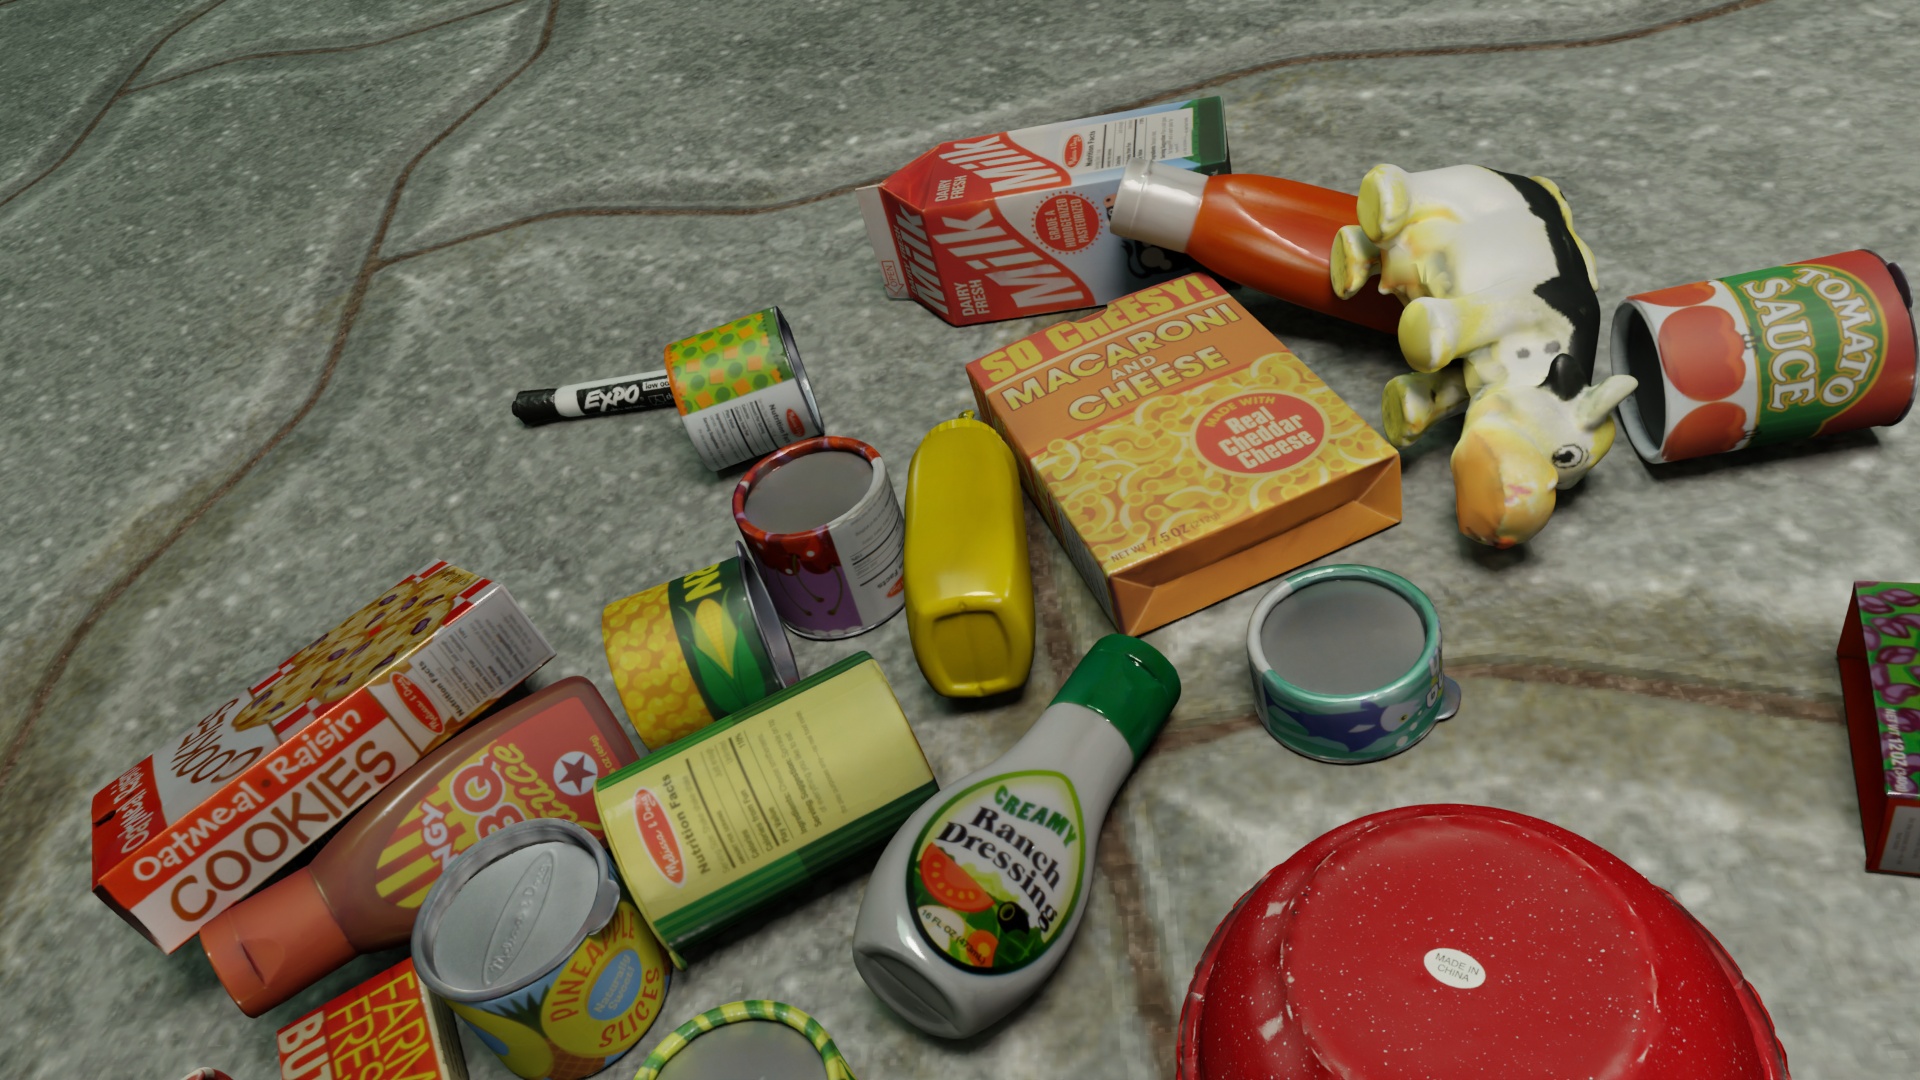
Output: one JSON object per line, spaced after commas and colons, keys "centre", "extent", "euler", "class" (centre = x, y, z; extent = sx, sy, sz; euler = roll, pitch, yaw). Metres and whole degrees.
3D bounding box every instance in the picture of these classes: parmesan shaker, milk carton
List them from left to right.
{"centre": [-0.063, 0.091, 0.478], "extent": [0.103, 0.071, 0.071], "euler": [-25, 41, -9], "class": "parmesan shaker"}
{"centre": [0.045, -0.166, 0.717], "extent": [0.190, 0.072, 0.074], "euler": [-5, 42, 13], "class": "milk carton"}

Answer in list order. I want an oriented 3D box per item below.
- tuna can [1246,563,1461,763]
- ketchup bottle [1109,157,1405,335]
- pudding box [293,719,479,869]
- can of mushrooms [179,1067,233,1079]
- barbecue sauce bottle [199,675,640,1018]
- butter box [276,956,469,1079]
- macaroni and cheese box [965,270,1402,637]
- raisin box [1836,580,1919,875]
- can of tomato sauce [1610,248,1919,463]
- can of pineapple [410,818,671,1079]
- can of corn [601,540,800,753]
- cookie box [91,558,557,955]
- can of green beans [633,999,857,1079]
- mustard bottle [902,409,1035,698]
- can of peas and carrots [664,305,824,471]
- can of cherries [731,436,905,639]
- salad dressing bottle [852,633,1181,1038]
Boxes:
{"centre": [0.136, 0.042, 0.482], "extent": [0.071, 0.032, 0.071], "euler": [-11, 41, 10], "class": "tuna can"}
{"centre": [0.144, -0.139, 0.634], "extent": [0.149, 0.043, 0.065], "euler": [17, 50, 6], "class": "ketchup bottle"}
{"centre": [-0.209, 0.110, 0.536], "extent": [0.084, 0.030, 0.050], "euler": [-39, 45, -22], "class": "pudding box"}
{"centre": [-0.228, 0.195, 0.417], "extent": [0.033, 0.070, 0.071], "euler": [-32, 42, -17], "class": "can of mushrooms"}
{"centre": [-0.185, 0.110, 0.491], "extent": [0.149, 0.065, 0.043], "euler": [-30, 5, -24], "class": "barbecue sauce bottle"}
{"centre": [-0.184, 0.188, 0.445], "extent": [0.053, 0.024, 0.104], "euler": [-29, 42, -13], "class": "butter box"}
{"centre": [0.088, -0.045, 0.591], "extent": [0.124, 0.040, 0.167], "euler": [-23, 41, -6], "class": "macaroni and cheese box"}
{"centre": [0.326, 0.056, 0.392], "extent": [0.123, 0.040, 0.086], "euler": [2, 44, 23], "class": "raisin box"}
{"centre": [0.296, -0.068, 0.517], "extent": [0.083, 0.071, 0.071], "euler": [-10, 41, 10], "class": "can of tomato sauce"}
{"centre": [-0.135, 0.136, 0.458], "extent": [0.071, 0.057, 0.071], "euler": [-10, 42, 9], "class": "can of pineapple"}
{"centre": [-0.100, 0.043, 0.540], "extent": [0.058, 0.070, 0.071], "euler": [-21, 41, -2], "class": "can of corn"}
{"centre": [-0.257, 0.075, 0.554], "extent": [0.168, 0.040, 0.123], "euler": [-40, 24, -23], "class": "cookie box"}
{"centre": [-0.055, 0.172, 0.389], "extent": [0.071, 0.057, 0.071], "euler": [-10, 41, 9], "class": "can of green beans"}
{"centre": [0.002, -0.007, 0.567], "extent": [0.049, 0.065, 0.161], "euler": [-8, 36, 4], "class": "mustard bottle"}
{"centre": [-0.105, -0.075, 0.675], "extent": [0.059, 0.070, 0.071], "euler": [-20, 41, 0], "class": "can of peas and carrots"}
{"centre": [-0.058, -0.002, 0.583], "extent": [0.071, 0.058, 0.072], "euler": [-10, 42, 9], "class": "can of cherries"}
{"centre": [0.024, 0.090, 0.457], "extent": [0.064, 0.043, 0.148], "euler": [37, 53, 6], "class": "salad dressing bottle"}
